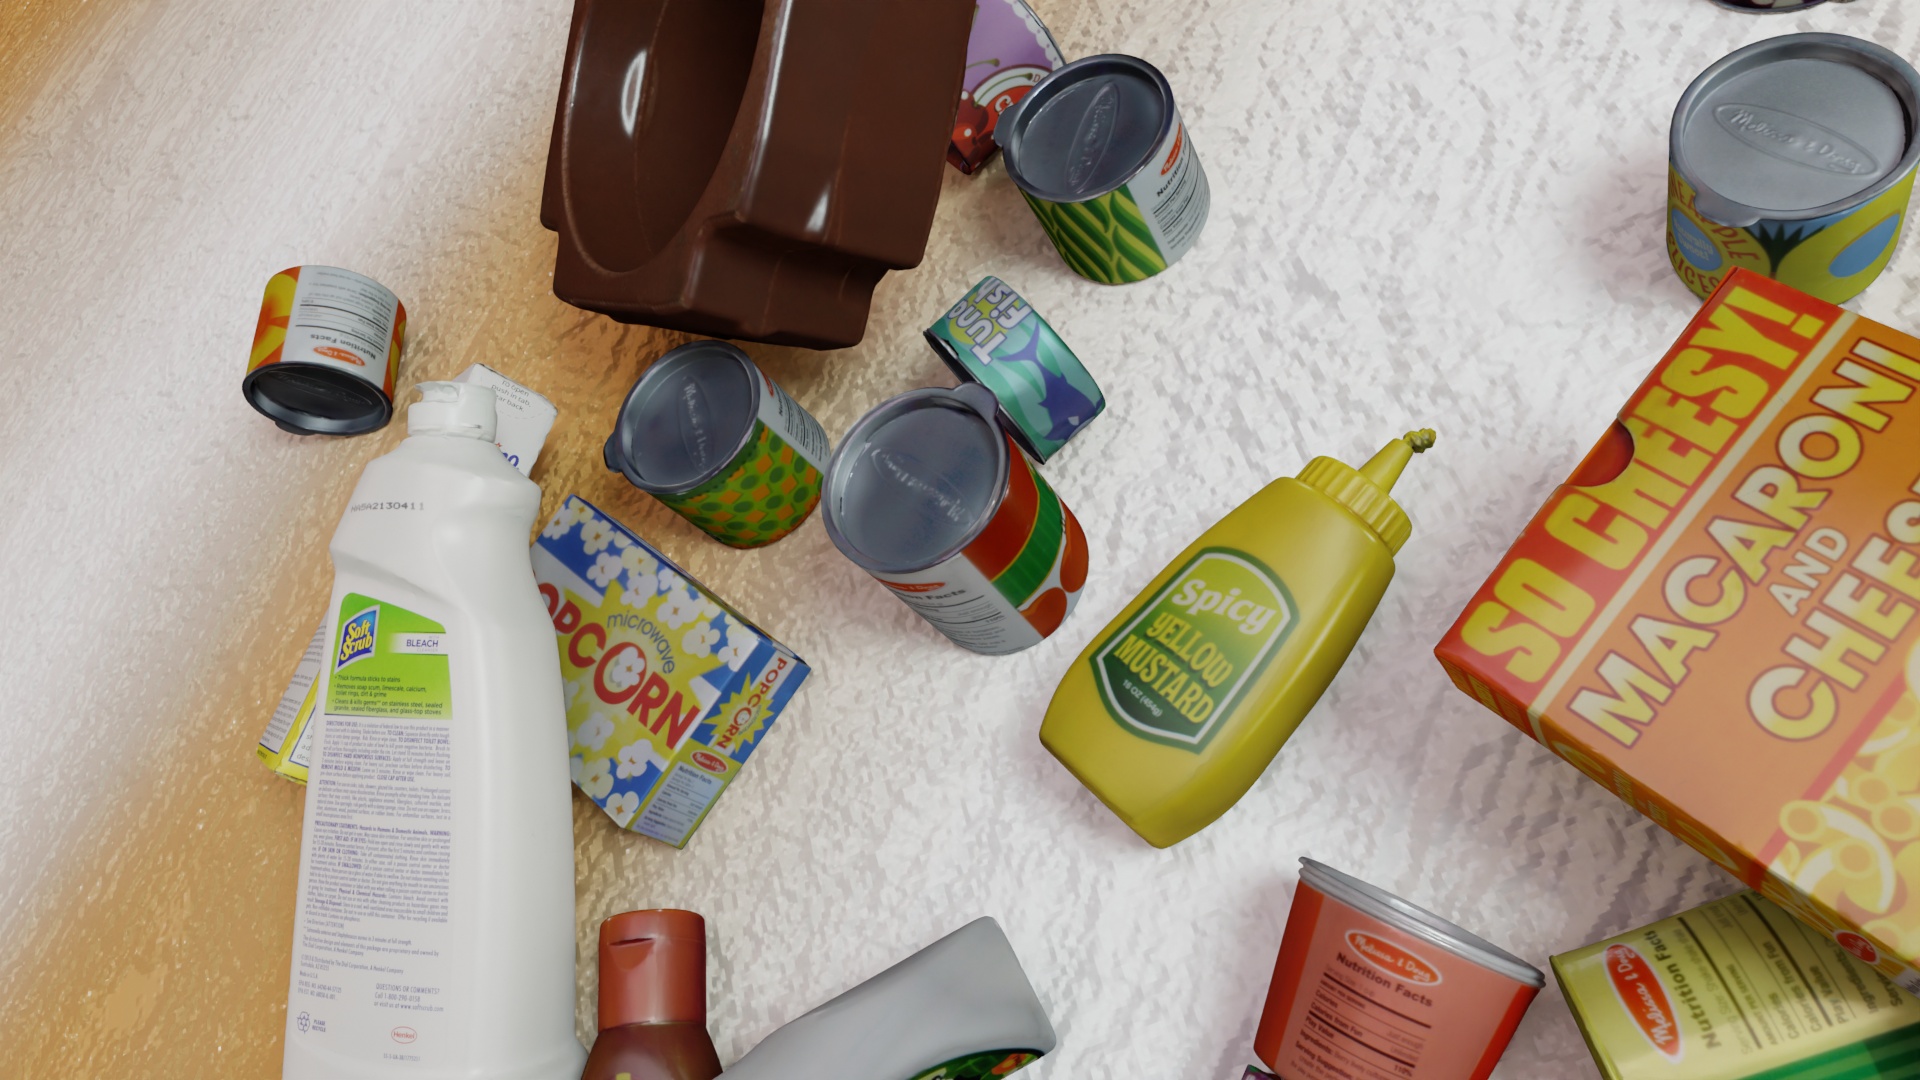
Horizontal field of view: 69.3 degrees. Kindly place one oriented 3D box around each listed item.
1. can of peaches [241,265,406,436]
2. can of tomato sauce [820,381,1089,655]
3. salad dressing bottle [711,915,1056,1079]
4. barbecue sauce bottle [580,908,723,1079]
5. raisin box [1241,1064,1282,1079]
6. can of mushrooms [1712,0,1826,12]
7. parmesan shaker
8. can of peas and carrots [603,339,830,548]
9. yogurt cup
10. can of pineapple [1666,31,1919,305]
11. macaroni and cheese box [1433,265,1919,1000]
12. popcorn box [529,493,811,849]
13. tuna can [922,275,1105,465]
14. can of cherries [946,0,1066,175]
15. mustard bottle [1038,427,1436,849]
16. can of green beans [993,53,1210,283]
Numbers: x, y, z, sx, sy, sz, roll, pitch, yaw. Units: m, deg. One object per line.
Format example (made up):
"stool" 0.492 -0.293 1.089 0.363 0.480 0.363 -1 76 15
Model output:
"can of peaches" -0.309 -0.091 0.677 0.071 0.071 0.058 -13 62 20
"can of tomato sauce" 0.002 -0.006 0.478 0.071 0.083 0.071 -10 63 21
"salad dressing bottle" -0.045 0.167 0.414 0.148 0.064 0.044 -27 63 -8
"barbecue sauce bottle" -0.100 0.198 0.452 0.065 0.043 0.149 -12 61 10
"raisin box" 0.090 0.214 0.357 0.086 0.040 0.123 20 75 31
"can of mushrooms" 0.286 -0.217 0.475 0.071 0.033 0.071 -10 62 20
"parmesan shaker" 0.207 0.117 0.331 0.103 0.071 0.071 -24 59 12
"can of peas and carrots" -0.095 -0.036 0.553 0.071 0.058 0.071 -11 63 22
"yogurt cup" 0.115 0.125 0.375 0.072 0.072 0.054 22 86 32
"can of pineapple" 0.251 -0.109 0.425 0.071 0.057 0.071 -11 62 21
"macaroni and cheese box" 0.213 0.026 0.306 0.167 0.040 0.123 38 89 35
"popcorn box" -0.132 0.048 0.542 0.127 0.038 0.085 32 83 33
"tuna can" 0.019 -0.064 0.505 0.033 0.071 0.071 -42 56 1
"can of cherries" 0.004 -0.194 0.578 0.058 0.071 0.072 -43 56 1
"mustard bottle" 0.095 0.021 0.441 0.065 0.048 0.160 39 87 32
"can of green beans" 0.057 -0.141 0.532 0.071 0.057 0.071 -10 63 21
